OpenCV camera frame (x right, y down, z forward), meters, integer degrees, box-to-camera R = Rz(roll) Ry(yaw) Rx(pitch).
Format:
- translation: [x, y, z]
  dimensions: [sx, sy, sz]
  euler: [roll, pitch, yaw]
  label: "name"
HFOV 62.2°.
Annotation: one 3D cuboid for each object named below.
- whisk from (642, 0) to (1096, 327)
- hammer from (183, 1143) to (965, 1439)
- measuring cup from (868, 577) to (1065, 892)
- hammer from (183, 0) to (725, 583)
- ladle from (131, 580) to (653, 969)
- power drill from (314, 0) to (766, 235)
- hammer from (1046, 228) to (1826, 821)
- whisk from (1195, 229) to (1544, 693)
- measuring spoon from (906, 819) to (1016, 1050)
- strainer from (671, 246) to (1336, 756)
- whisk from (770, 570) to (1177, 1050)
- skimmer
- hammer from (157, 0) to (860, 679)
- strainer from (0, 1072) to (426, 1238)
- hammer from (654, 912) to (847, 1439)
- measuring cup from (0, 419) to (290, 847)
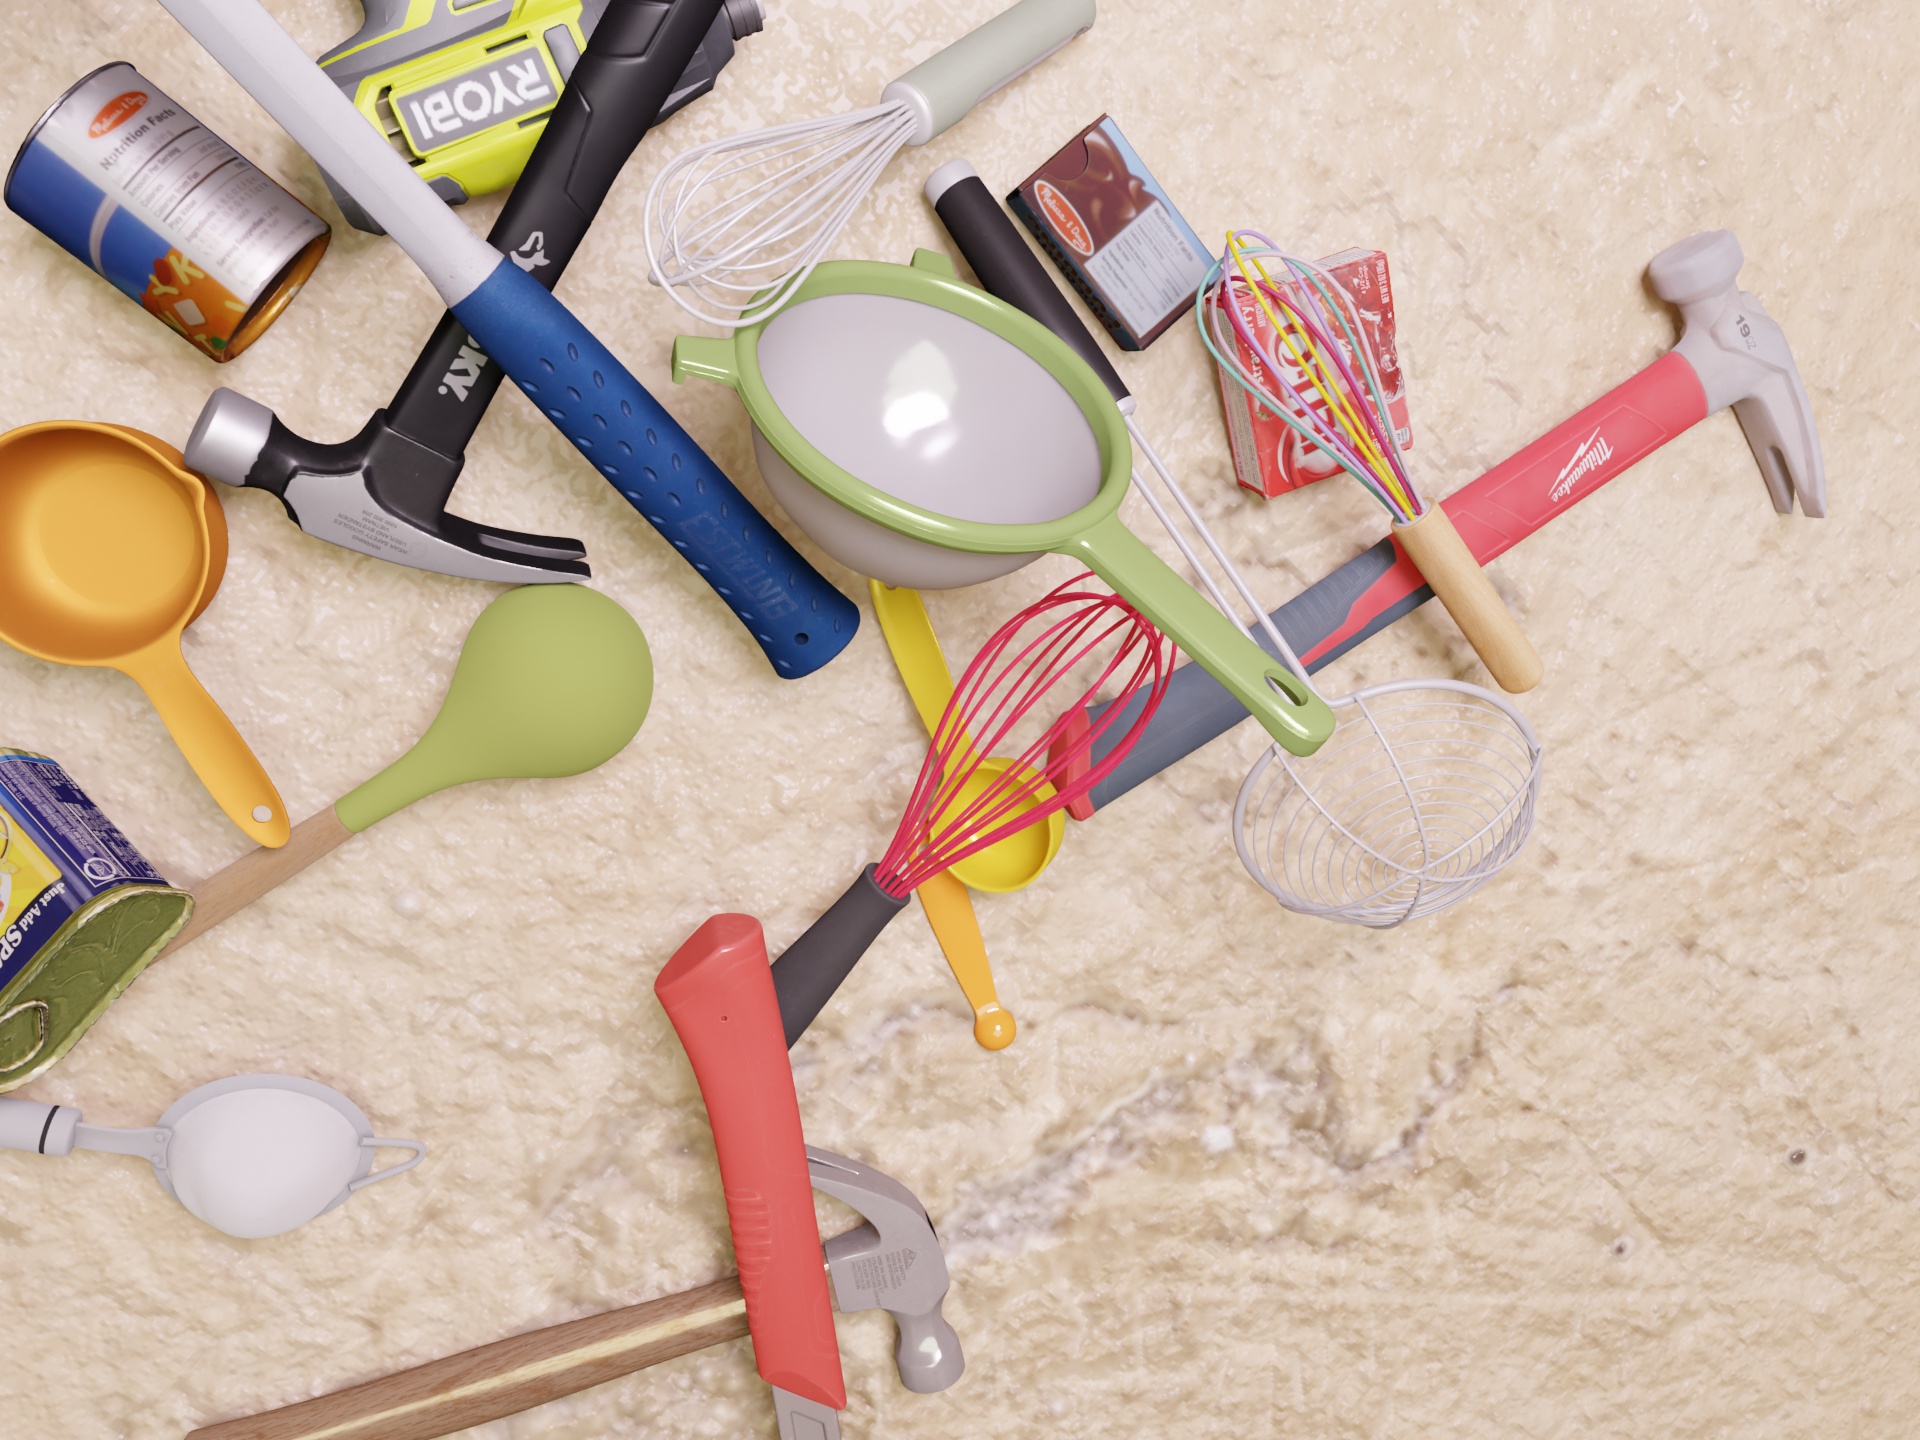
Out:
- translation: [-0.024, -0.217, 0.580]
  dimensions: [0.246, 0.058, 0.059]
  euler: [-45, 115, -31]
  label: "whisk"
- translation: [-0.168, 0.277, 0.699]
  dimensions: [0.331, 0.031, 0.130]
  euler: [-14, 104, -9]
  label: "hammer"
- translation: [-0.001, -0.002, 0.684]
  dimensions: [0.062, 0.029, 0.156]
  euler: [-21, 92, 27]
  label: "measuring cup"
- translation: [-0.129, -0.195, 0.560]
  dimensions: [0.146, 0.035, 0.334]
  euler: [26, 109, -31]
  label: "hammer"
- translation: [-0.264, 0.049, 0.635]
  dimensions: [0.320, 0.062, 0.078]
  euler: [-32, 107, 2]
  label: "ladle"
- translation: [-0.182, -0.308, 0.561]
  dimensions: [0.171, 0.080, 0.223]
  euler: [-24, 109, -6]
  label: "power drill"
- translation: [0.212, -0.059, 0.714]
  dimensions: [0.386, 0.038, 0.143]
  euler: [-33, 107, -5]
  label: "hammer"
- translation: [0.174, -0.099, 0.653]
  dimensions: [0.051, 0.047, 0.244]
  euler: [-42, 112, -2]
  label: "whisk"
- translation: [0.000, 0.098, 0.711]
  dimensions: [0.021, 0.011, 0.117]
  euler: [-22, 105, -7]
  label: "measuring spoon"
- translation: [0.021, -0.063, 0.575]
  dimensions: [0.256, 0.069, 0.151]
  euler: [42, 45, 12]
  label: "strainer"
- translation: [-0.017, 0.054, 0.647]
  dimensions: [0.073, 0.073, 0.295]
  euler: [35, 110, -16]
  label: "whisk"
- translation: [0.102, -0.073, 0.656]
  dimensions: [0.127, 0.090, 0.363]
  euler: [-35, 85, 20]
  label: "skimmer"
- translation: [-0.164, -0.157, 0.527]
  dimensions: [0.144, 0.035, 0.405]
  euler: [-38, 125, 6]
  label: "hammer"
- translation: [-0.347, 0.166, 0.629]
  dimensions: [0.258, 0.050, 0.086]
  euler: [14, 116, -14]
  label: "strainer"
- translation: [-0.063, 0.251, 0.678]
  dimensions: [0.149, 0.037, 0.359]
  euler: [-10, 107, -10]
  label: "hammer"
- translation: [-0.300, -0.031, 0.600]
  dimensions: [0.095, 0.052, 0.173]
  euler: [-29, 107, -6]
  label: "measuring cup"
